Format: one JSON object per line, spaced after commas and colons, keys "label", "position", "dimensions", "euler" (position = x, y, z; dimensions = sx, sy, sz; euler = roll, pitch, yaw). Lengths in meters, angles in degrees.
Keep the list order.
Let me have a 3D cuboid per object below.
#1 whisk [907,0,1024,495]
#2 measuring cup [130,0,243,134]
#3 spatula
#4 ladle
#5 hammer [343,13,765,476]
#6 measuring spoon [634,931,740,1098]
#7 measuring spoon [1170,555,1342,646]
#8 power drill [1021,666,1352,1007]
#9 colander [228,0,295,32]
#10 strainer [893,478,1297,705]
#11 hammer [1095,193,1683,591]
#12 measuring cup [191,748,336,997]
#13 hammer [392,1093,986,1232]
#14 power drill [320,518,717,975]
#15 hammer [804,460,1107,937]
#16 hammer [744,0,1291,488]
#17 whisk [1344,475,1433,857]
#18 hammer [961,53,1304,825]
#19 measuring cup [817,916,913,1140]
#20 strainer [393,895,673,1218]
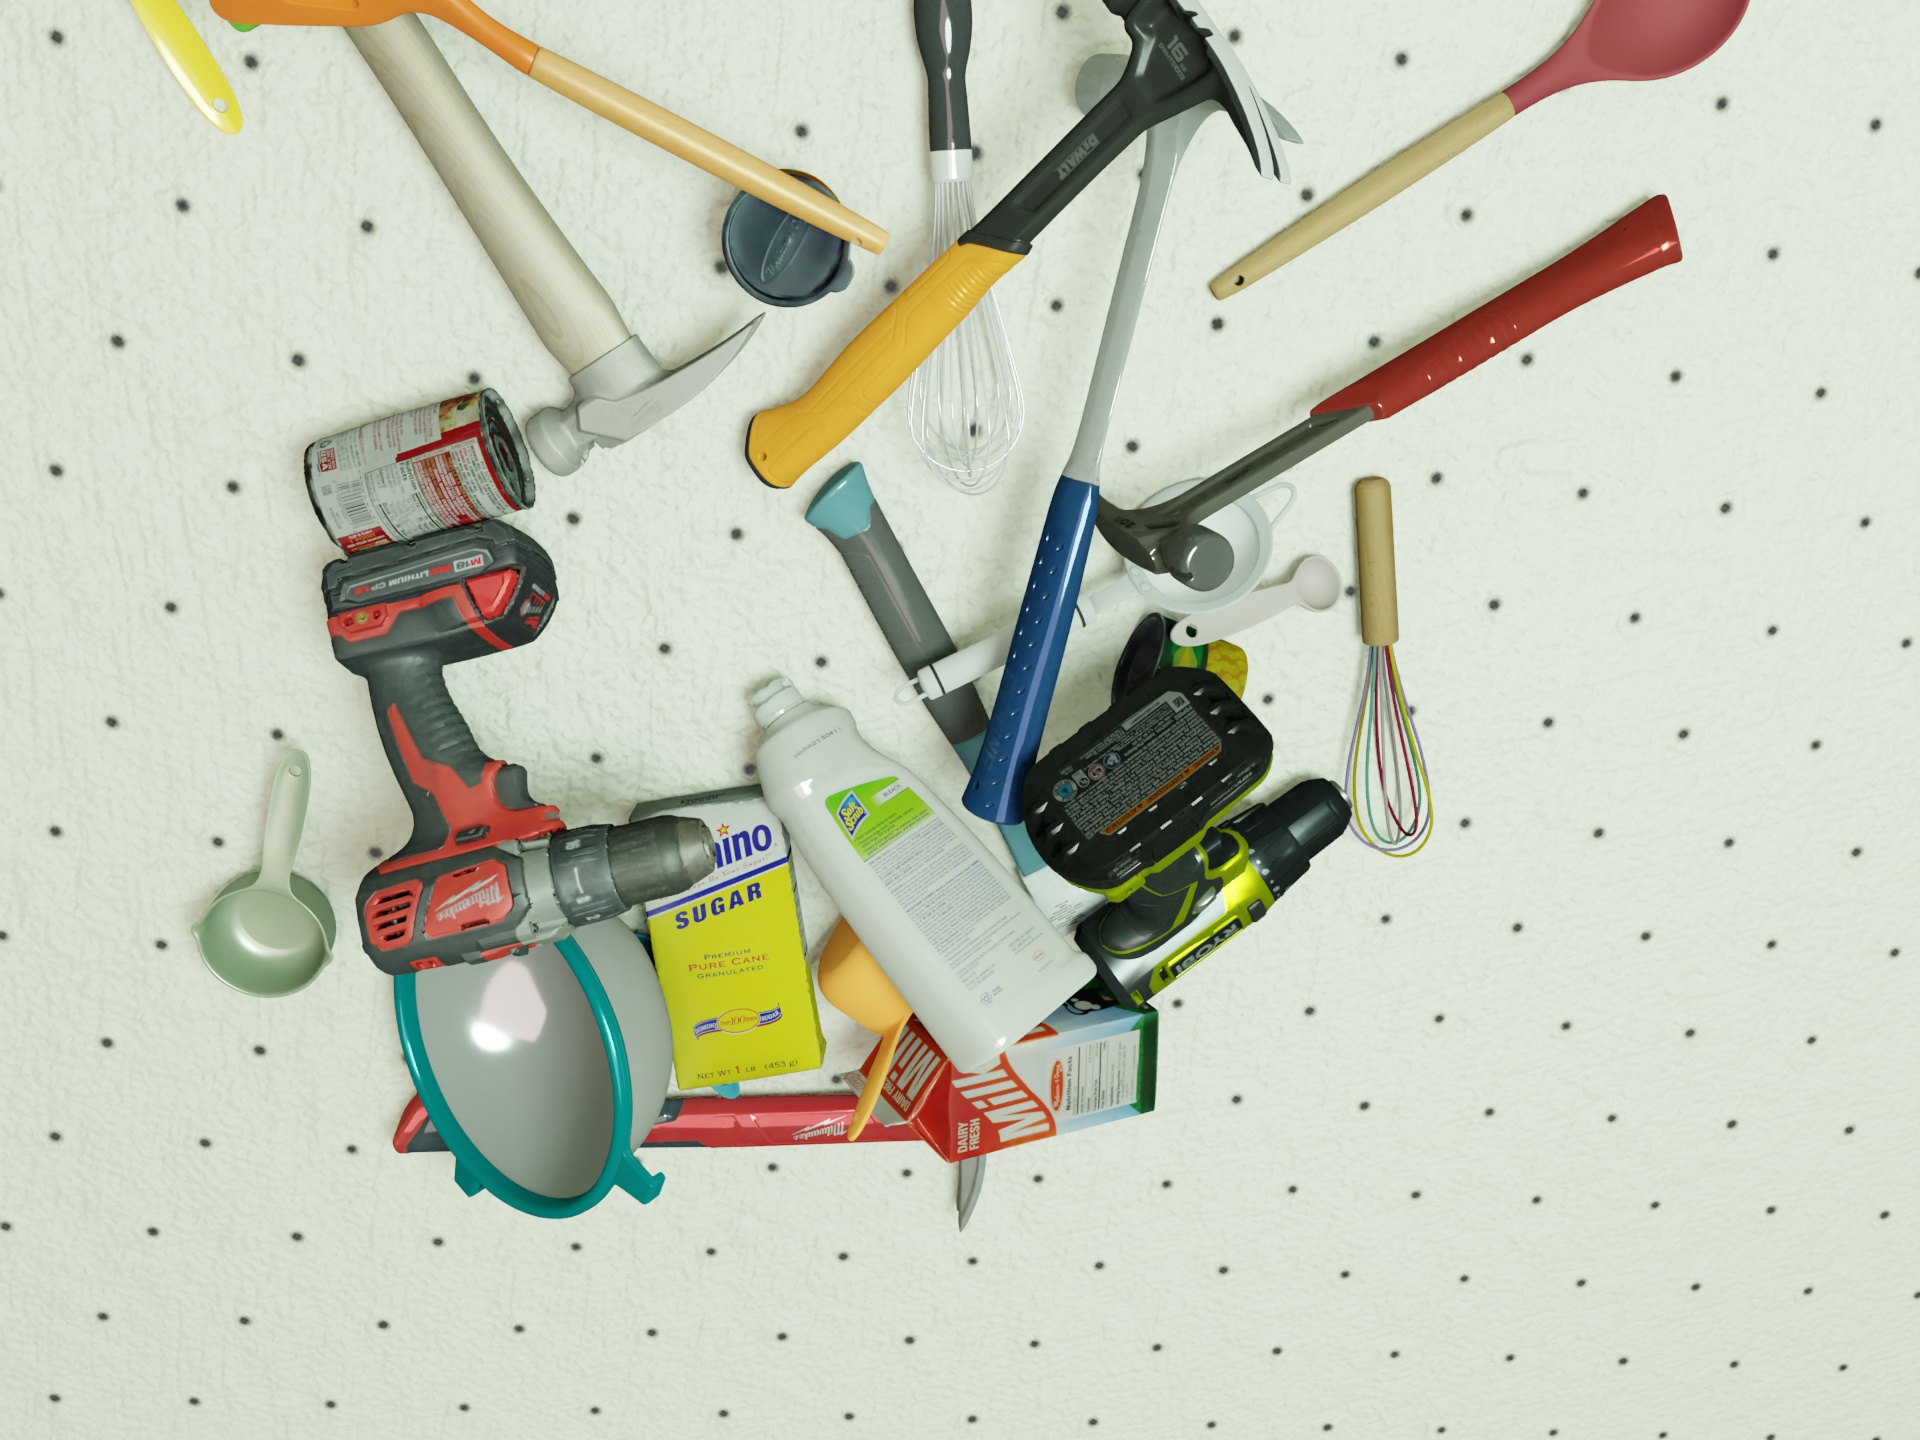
{"label": "whisk", "position": [-0.004, -0.261, 0.847], "dimensions": [0.070, 0.070, 0.284], "euler": [-5, 107, -4]}
{"label": "measuring cup", "position": [-0.401, -0.367, 0.784], "dimensions": [0.062, 0.029, 0.156], "euler": [-22, 124, 4]}
{"label": "spatula", "position": [-0.180, -0.291, 0.747], "dimensions": [0.322, 0.041, 0.081], "euler": [22, 153, -20]}
{"label": "ladle", "position": [0.275, -0.318, 0.863], "dimensions": [0.315, 0.031, 0.069], "euler": [-31, 109, 9]}
{"label": "hammer", "position": [-0.265, -0.326, 0.791], "dimensions": [0.146, 0.038, 0.410], "euler": [-27, 111, 19]}
{"label": "measuring spoon", "position": [-0.180, 0.188, 1.019], "dimensions": [0.042, 0.021, 0.128], "euler": [-33, 100, 7]}
{"label": "measuring spoon", "position": [0.172, -0.067, 0.939], "dimensions": [0.124, 0.018, 0.034], "euler": [-20, 93, -23]}
{"label": "power drill", "position": [0.138, 0.066, 0.927], "dimensions": [0.190, 0.080, 0.228], "euler": [-36, 147, -2]}
{"label": "colander", "position": [-0.176, -0.443, 0.732], "dimensions": [0.397, 0.095, 0.204], "euler": [-31, 111, 9]}
{"label": "strainer", "position": [0.078, -0.068, 0.921], "dimensions": [0.258, 0.087, 0.050], "euler": [-26, 154, -3]}
{"label": "hammer", "position": [0.240, -0.189, 0.881], "dimensions": [0.359, 0.149, 0.036], "euler": [-31, 119, -5]}
{"label": "measuring cup", "position": [-0.408, 0.087, 0.959], "dimensions": [0.083, 0.038, 0.167], "euler": [14, 108, -11]}
{"label": "hammer", "position": [-0.175, 0.281, 1.060], "dimensions": [0.386, 0.038, 0.143], "euler": [0, 114, -6]}
{"label": "power drill", "position": [-0.241, 0.012, 0.859], "dimensions": [0.188, 0.080, 0.227], "euler": [-14, 78, 1]}
{"label": "hammer", "position": [-0.002, -0.003, 0.962], "dimensions": [0.128, 0.033, 0.330], "euler": [-26, 112, 6]}
{"label": "hammer", "position": [0.006, -0.218, 0.802], "dimensions": [0.337, 0.034, 0.127], "euler": [-36, 80, 34]}
{"label": "whisk", "position": [0.262, -0.028, 0.973], "dimensions": [0.051, 0.047, 0.244], "euler": [-15, 110, -19]}
{"label": "hammer", "position": [0.069, -0.136, 0.836], "dimensions": [0.035, 0.144, 0.405], "euler": [2, 109, -37]}
{"label": "measuring cup", "position": [-0.059, 0.170, 0.957], "dimensions": [0.052, 0.174, 0.095], "euler": [37, 128, -14]}
{"label": "strainer", "position": [-0.257, 0.121, 0.958], "dimensions": [0.211, 0.095, 0.340], "euler": [-13, 92, 39]}
